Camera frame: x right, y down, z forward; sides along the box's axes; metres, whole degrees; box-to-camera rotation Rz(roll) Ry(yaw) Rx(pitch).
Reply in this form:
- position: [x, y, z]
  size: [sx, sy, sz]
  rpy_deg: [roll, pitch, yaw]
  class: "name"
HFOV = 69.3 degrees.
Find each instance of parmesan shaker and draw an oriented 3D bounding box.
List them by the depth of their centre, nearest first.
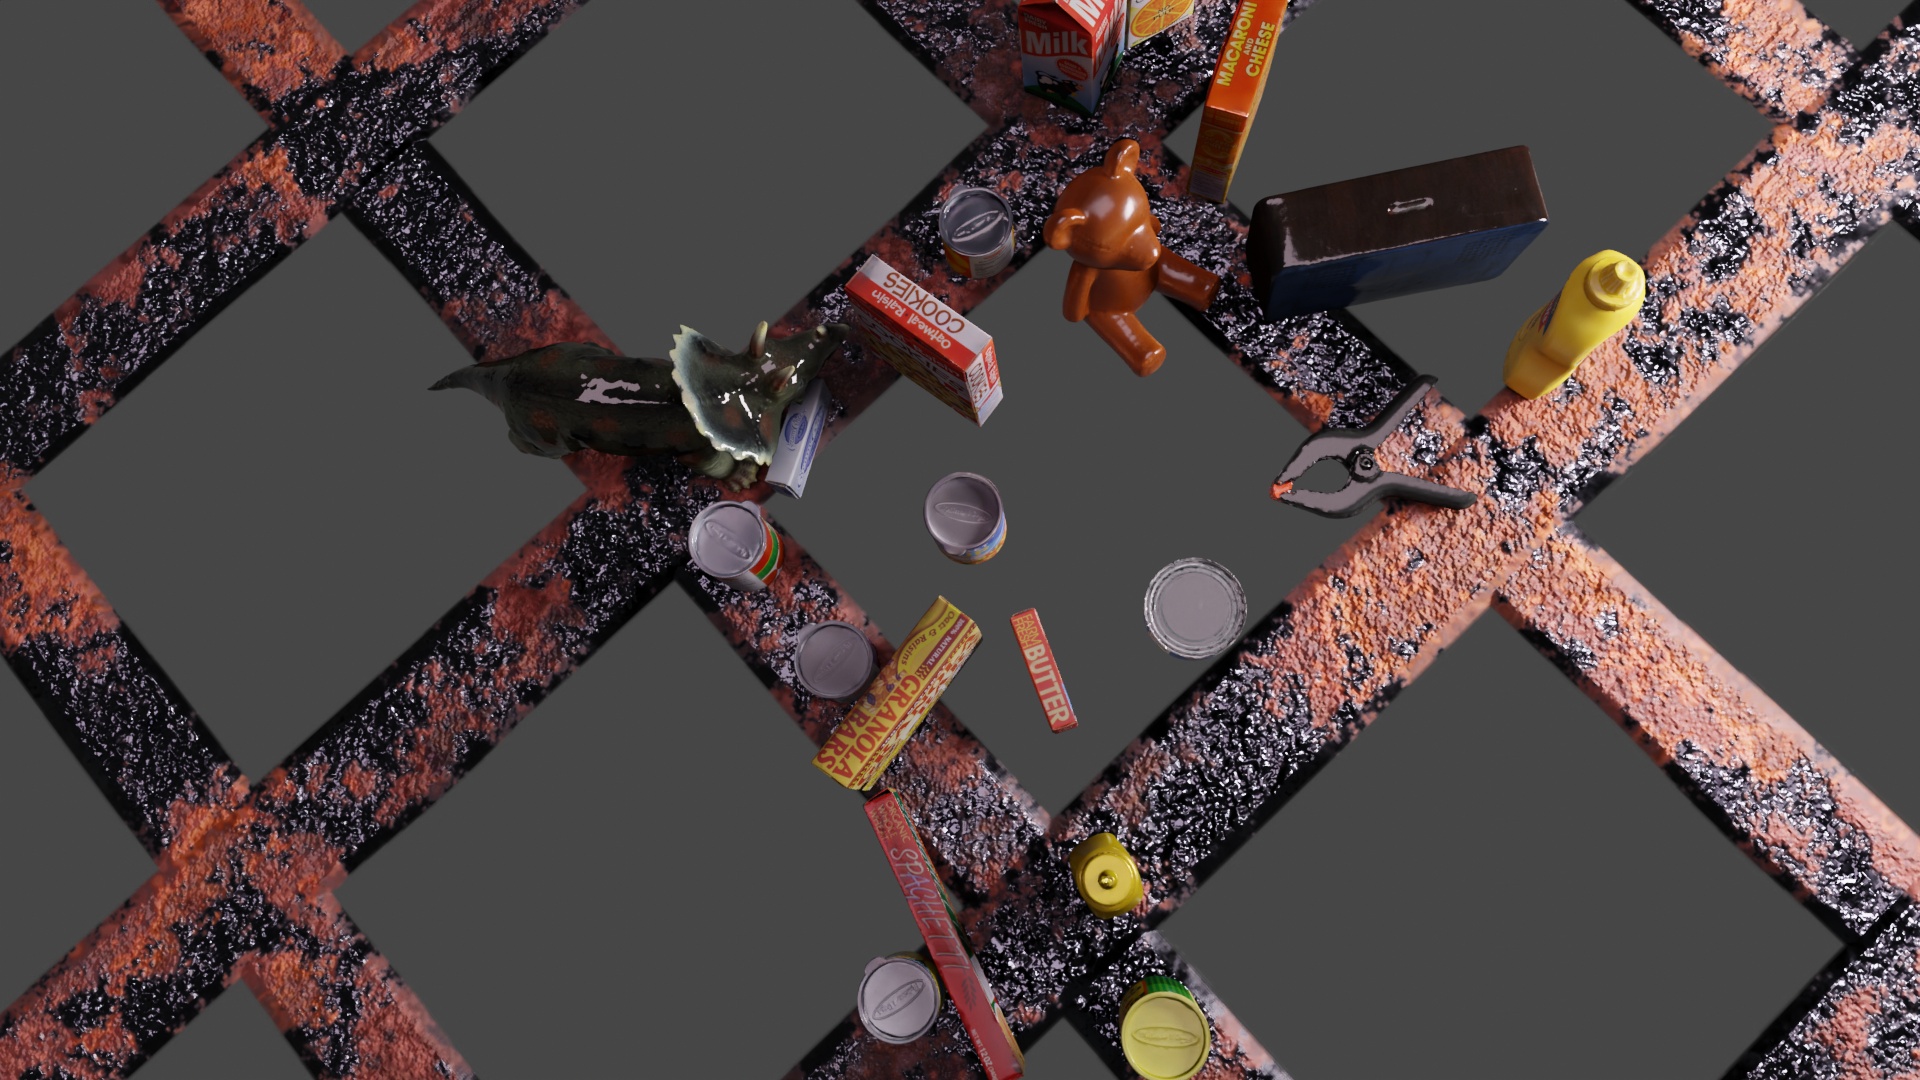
- position: [0.157, 0.383, 1.086]
  size: [0.071, 0.103, 0.071]
  rpy_deg: [-1, 79, 4]
  class: "parmesan shaker"

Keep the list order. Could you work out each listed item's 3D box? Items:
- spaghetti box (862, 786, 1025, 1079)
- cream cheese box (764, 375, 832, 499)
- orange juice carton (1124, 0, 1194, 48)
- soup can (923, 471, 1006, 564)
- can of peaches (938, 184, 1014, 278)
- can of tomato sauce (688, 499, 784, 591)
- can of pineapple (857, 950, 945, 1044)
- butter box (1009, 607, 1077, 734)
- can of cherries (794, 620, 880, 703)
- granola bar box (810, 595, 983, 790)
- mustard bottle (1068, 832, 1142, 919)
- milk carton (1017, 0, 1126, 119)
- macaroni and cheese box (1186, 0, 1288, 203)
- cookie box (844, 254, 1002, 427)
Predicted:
- position: [-0.014, 0.321, 1.138]
  size: [0.029, 0.050, 0.250]
  rpy_deg: [-26, 78, -1]
  class: "spaghetti box"
- position: [-0.142, -0.092, 1.229]
  size: [0.024, 0.053, 0.104]
  rpy_deg: [15, 80, 7]
  class: "cream cheese box"
- position: [0.164, -0.525, 1.221]
  size: [0.072, 0.192, 0.073]
  rpy_deg: [-28, 78, -1]
  class: "orange juice carton"
- position: [0.004, -0.015, 1.187]
  size: [0.071, 0.083, 0.071]
  rpy_deg: [-1, 79, 4]
  class: "soup can"
- position: [0.015, -0.278, 1.252]
  size: [0.071, 0.058, 0.071]
  rpy_deg: [-1, 79, 4]
  class: "can of peaches"
- position: [-0.191, 0.004, 1.198]
  size: [0.071, 0.083, 0.071]
  rpy_deg: [-1, 79, 4]
  class: "can of tomato sauce"
- position: [-0.048, 0.368, 1.127]
  size: [0.071, 0.057, 0.071]
  rpy_deg: [-1, 79, 4]
  class: "can of pineapple"
- position: [0.070, 0.111, 1.172]
  size: [0.024, 0.053, 0.103]
  rpy_deg: [-20, 78, 0]
  class: "butter box"
- position: [-0.105, 0.102, 1.185]
  size: [0.071, 0.058, 0.071]
  rpy_deg: [-1, 79, 4]
  class: "can of cherries"
- position: [-0.047, 0.129, 1.141]
  size: [0.039, 0.124, 0.166]
  rpy_deg: [37, 84, 10]
  class: "granola bar box"
- position: [0.115, 0.263, 1.084]
  size: [0.049, 0.160, 0.065]
  rpy_deg: [-28, 78, -1]
  class: "mustard bottle"
- position: [0.098, -0.454, 1.213]
  size: [0.073, 0.190, 0.072]
  rpy_deg: [25, 82, 9]
  class: "milk carton"
- position: [0.237, -0.384, 1.201]
  size: [0.040, 0.166, 0.124]
  rpy_deg: [19, 81, 8]
  class: "macaroni and cheese box"
- position: [-0.028, -0.164, 1.177]
  size: [0.123, 0.167, 0.040]
  rpy_deg: [36, 84, 10]
  class: "cookie box"
